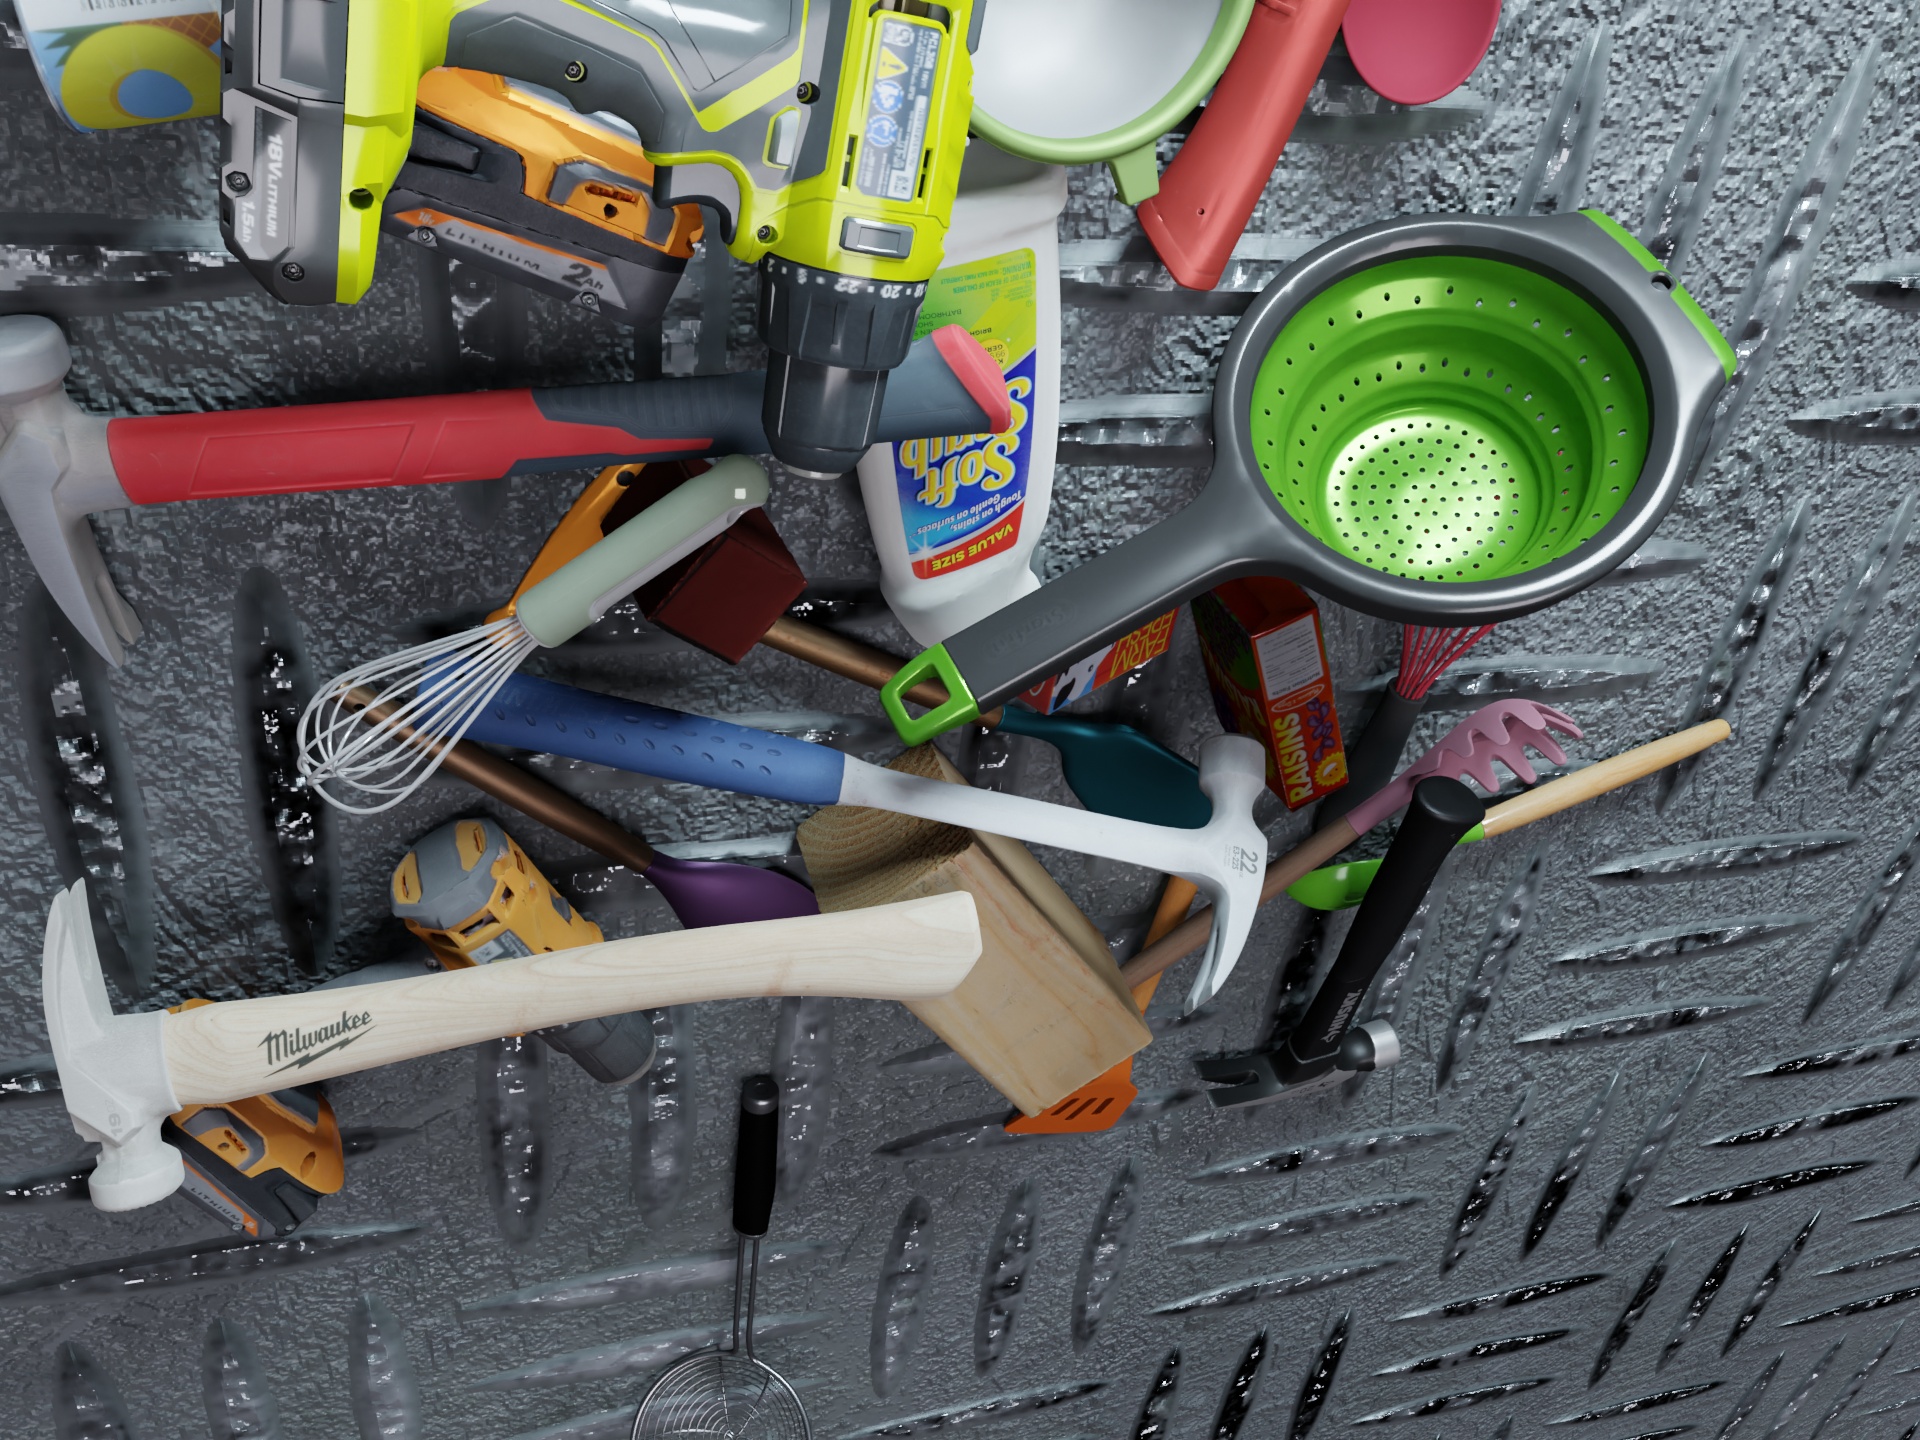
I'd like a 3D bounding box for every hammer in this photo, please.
[{"bbox_3d":[0.166,-0.332,0.607,0.149,0.037,0.358,19,123,-5],"label":"hammer"},{"bbox_3d":[-0.195,0.116,0.732,0.410,0.038,0.146,-8,101,-10],"label":"hammer"},{"bbox_3d":[-0.046,0.035,0.745,0.405,0.144,0.035,13,150,-11],"label":"hammer"},{"bbox_3d":[0.238,0.142,0.959,0.146,0.035,0.334,-12,144,-14],"label":"hammer"},{"bbox_3d":[-0.173,-0.101,0.632,0.386,0.038,0.143,-5,128,-4],"label":"hammer"}]

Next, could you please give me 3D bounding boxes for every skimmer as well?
[{"bbox_3d":[-0.146,0.385,1.013,0.127,0.090,0.363,13,122,8],"label":"skimmer"}]

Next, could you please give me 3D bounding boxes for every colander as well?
[{"bbox_3d":[0.148,-0.084,0.730,0.397,0.205,0.094,-29,157,-2],"label":"colander"}]

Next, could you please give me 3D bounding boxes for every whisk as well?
[{"bbox_3d":[0.254,-0.032,0.878,0.073,0.073,0.295,-2,132,-19],"label":"whisk"},{"bbox_3d":[-0.176,-0.035,0.640,0.246,0.058,0.059,-31,88,18],"label":"whisk"}]

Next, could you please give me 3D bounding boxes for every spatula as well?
[{"bbox_3d":[-0.001,-0.003,0.809,0.317,0.044,0.082,21,138,-30],"label":"spatula"},{"bbox_3d":[-0.177,0.058,0.804,0.060,0.018,0.315,-45,128,11],"label":"spatula"},{"bbox_3d":[0.111,0.150,0.980,0.081,0.041,0.322,5,119,-24],"label":"spatula"}]

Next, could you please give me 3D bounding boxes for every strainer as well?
[{"bbox_3d":[0.056,-0.334,0.579,0.151,0.069,0.256,21,103,-32],"label":"strainer"}]

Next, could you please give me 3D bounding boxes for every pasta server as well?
[{"bbox_3d":[0.205,0.081,0.911,0.316,0.040,0.060,-37,142,14],"label":"pasta server"}]

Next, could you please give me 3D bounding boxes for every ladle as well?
[{"bbox_3d":[0.188,-0.398,0.597,0.069,0.031,0.315,-5,125,-4],"label":"ladle"}]

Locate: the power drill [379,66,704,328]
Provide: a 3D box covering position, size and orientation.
[{"bbox_3d":[-0.131,-0.269,0.541,0.164,0.084,0.226,16,114,-28],"label":"power drill"}]

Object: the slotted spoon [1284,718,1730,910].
[{"bbox_3d":[0.345,0.058,0.990,0.313,0.031,0.070,-20,165,-10],"label":"slotted spoon"}]

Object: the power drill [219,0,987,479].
[{"bbox_3d":[-0.109,-0.178,0.508,0.228,0.080,0.190,2,116,-23],"label":"power drill"}]

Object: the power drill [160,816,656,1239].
[{"bbox_3d":[-0.281,0.168,0.810,0.226,0.084,0.185,-32,130,-2],"label":"power drill"}]

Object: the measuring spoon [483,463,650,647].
[{"bbox_3d":[-0.175,-0.075,0.710,0.021,0.011,0.117,31,110,-35],"label":"measuring spoon"}]
